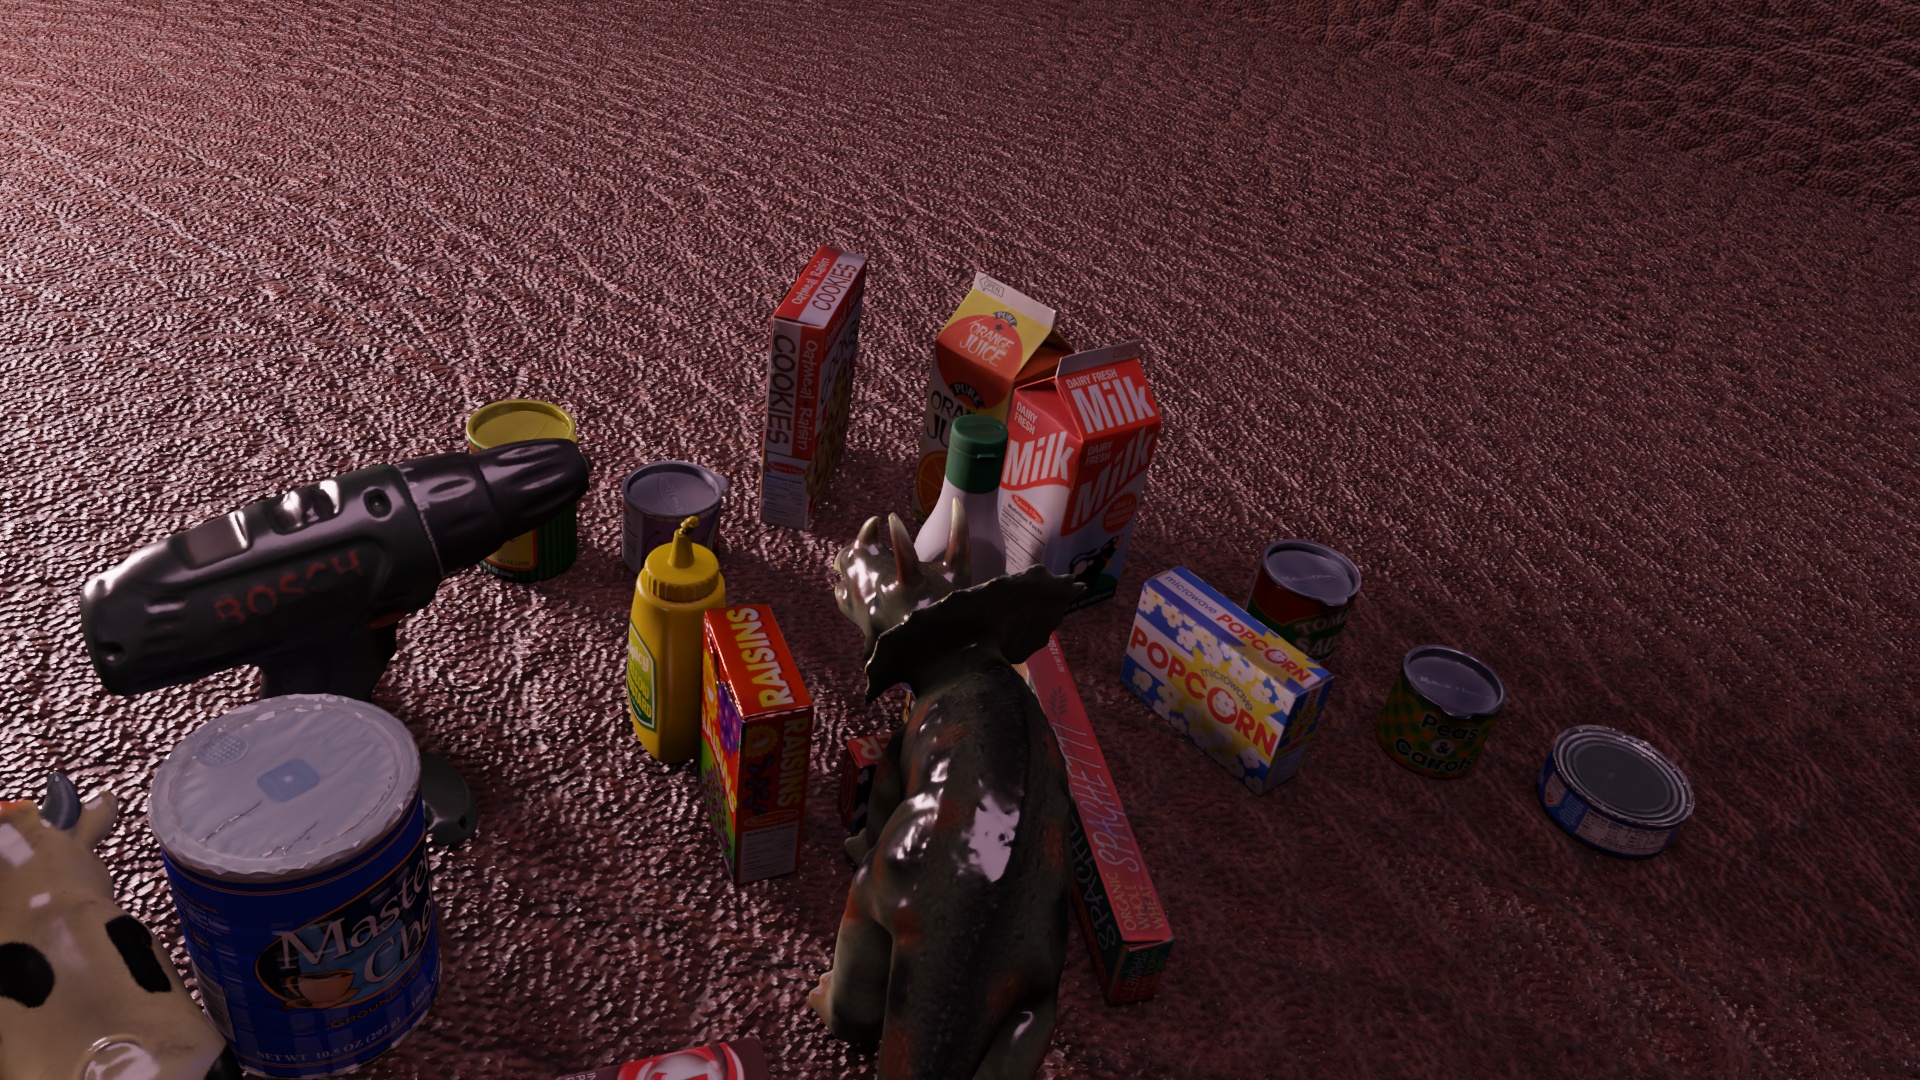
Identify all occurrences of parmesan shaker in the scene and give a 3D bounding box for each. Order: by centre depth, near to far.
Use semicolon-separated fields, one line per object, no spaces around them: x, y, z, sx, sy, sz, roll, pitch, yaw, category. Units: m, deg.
-0.282;-0.030;0.905;0.071;0.102;0.072;7;35;-5;parmesan shaker

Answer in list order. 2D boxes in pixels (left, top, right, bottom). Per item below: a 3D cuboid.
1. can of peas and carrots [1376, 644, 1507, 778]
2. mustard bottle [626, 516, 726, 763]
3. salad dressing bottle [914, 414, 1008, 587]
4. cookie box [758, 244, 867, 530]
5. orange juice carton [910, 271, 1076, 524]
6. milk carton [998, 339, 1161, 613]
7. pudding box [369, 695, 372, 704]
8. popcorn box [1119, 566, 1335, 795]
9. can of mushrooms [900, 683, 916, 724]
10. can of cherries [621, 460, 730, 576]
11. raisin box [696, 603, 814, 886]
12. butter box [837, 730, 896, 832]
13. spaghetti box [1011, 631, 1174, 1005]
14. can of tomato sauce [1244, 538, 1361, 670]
0.307;0.111;0.889;0.071;0.058;0.071;7;35;-5;can of peas and carrots
-0.157;0.050;0.773;0.049;0.159;0.065;-14;42;-30;mustard bottle
0.003;-0.011;0.909;0.064;0.146;0.044;-2;37;-17;salad dressing bottle
-0.108;-0.111;1.005;0.040;0.166;0.123;12;35;4;cookie box
0.024;-0.091;0.987;0.072;0.191;0.073;32;41;29;orange juice carton
0.076;-0.046;0.939;0.072;0.189;0.073;-18;43;-34;milk carton
-0.358;0.073;0.788;0.030;0.049;0.084;-14;41;-30;pudding box
0.162;0.085;0.866;0.038;0.084;0.127;-21;45;-36;popcorn box
-0.003;0.100;0.850;0.071;0.033;0.071;7;35;-5;can of mushrooms
-0.193;-0.012;0.940;0.071;0.058;0.072;7;35;-5;can of cherries
-0.112;0.107;0.735;0.040;0.122;0.086;-6;38;-22;raisin box
-0.017;0.130;0.788;0.104;0.052;0.024;-8;39;-24;butter box
0.065;0.144;0.791;0.029;0.049;0.251;0;36;-14;spaghetti box
0.225;0.052;0.930;0.071;0.082;0.071;7;35;-5;can of tomato sauce
